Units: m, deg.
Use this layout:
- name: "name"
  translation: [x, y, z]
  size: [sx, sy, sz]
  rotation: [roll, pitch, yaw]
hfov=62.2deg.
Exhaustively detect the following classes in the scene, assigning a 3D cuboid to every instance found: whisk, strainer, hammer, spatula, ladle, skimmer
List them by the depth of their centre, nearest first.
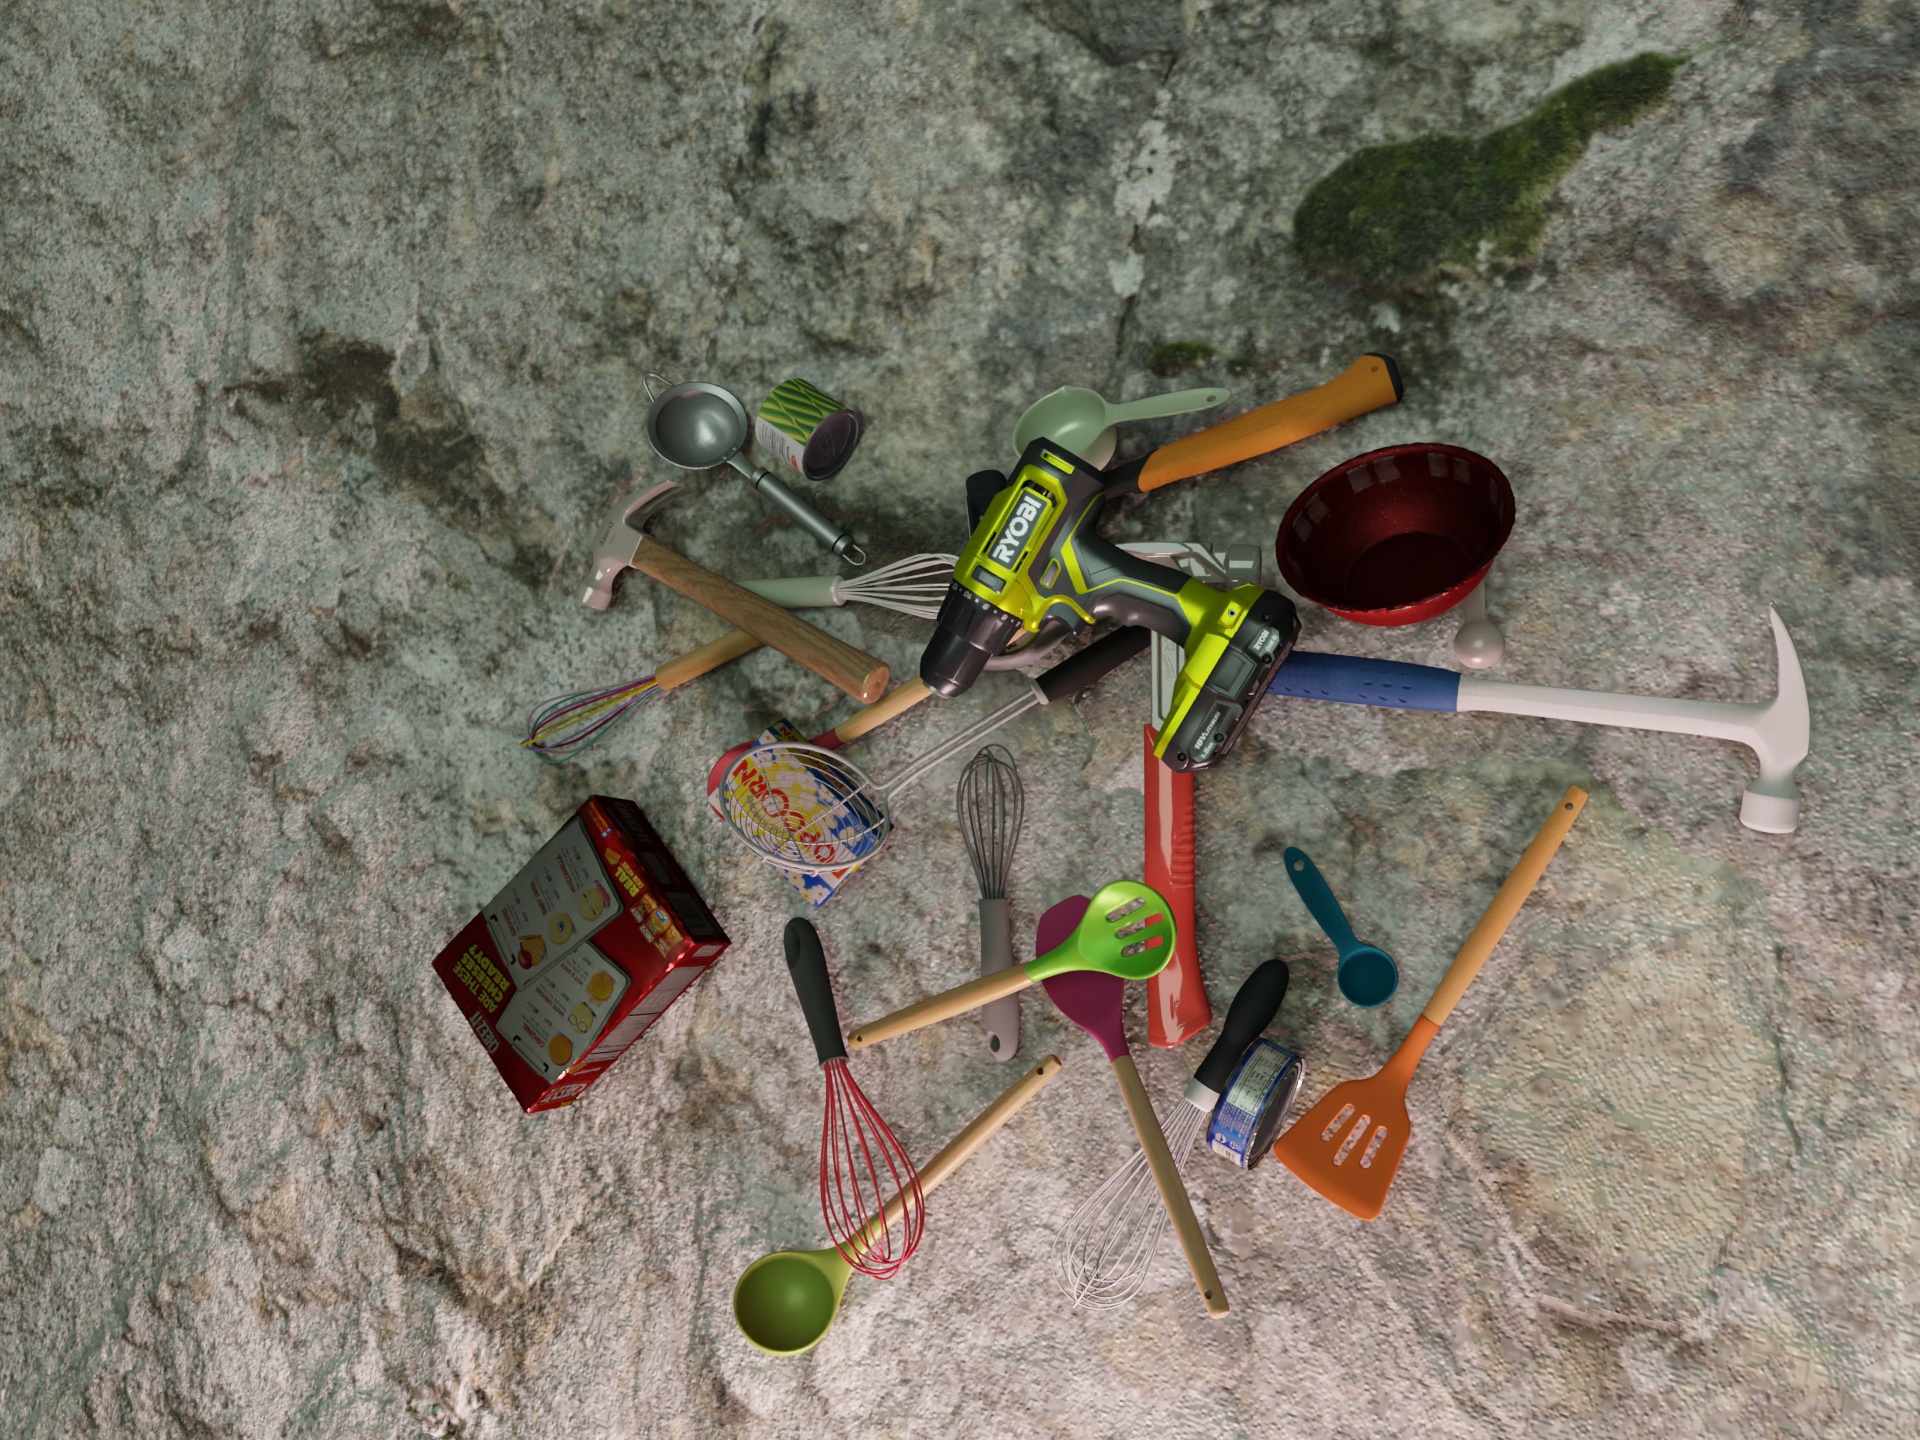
- name: "spatula"
  translation: [0.330, 0.182, 1.072]
  size: [0.081, 0.041, 0.322]
  rotation: [33, 95, 24]
- name: "hammer"
  translation: [0.352, -0.024, 1.083]
  size: [0.406, 0.035, 0.144]
  rotation: [8, 104, 26]
- name: "whisk"
  translation: [0.153, 0.292, 1.123]
  size: [0.070, 0.070, 0.284]
  rotation: [31, 90, 23]
- name: "hammer"
  translation: [0.140, 0.052, 1.138]
  size: [0.149, 0.036, 0.359]
  rotation: [0, 92, 14]
- name: "skimmer"
  translation: [-0.002, -0.004, 1.169]
  size: [0.363, 0.090, 0.127]
  rotation: [-31, 53, 1]
- name: "hammer"
  translation: [0.163, -0.189, 1.183]
  size: [0.337, 0.034, 0.127]
  rotation: [-19, 51, 16]
- name: "ladle"
  translation: [-0.046, 0.360, 1.198]
  size: [0.320, 0.062, 0.078]
  rotation: [-44, 63, 9]
- name: "whisk"
  translation: [-0.090, 0.277, 1.203]
  size: [0.073, 0.073, 0.296]
  rotation: [-31, 55, 16]
- name: "whisk"
  translation: [0.028, 0.137, 1.205]
  size: [0.055, 0.055, 0.239]
  rotation: [-5, 85, 22]
- name: "ladle"
  translation: [-0.076, -0.001, 1.253]
  size: [0.315, 0.031, 0.069]
  rotation: [-30, 86, 26]
- name: "whisk"
  translation: [-0.091, -0.107, 1.292]
  size: [0.246, 0.057, 0.059]
  rotation: [0, 47, 26]
- name: "hammer"
  translation: [-0.185, -0.099, 1.302]
  size: [0.331, 0.031, 0.130]
  rotation: [29, 98, 31]
- name: "strainer"
  translation: [-0.175, -0.206, 1.341]
  size: [0.258, 0.050, 0.087]
  rotation: [40, 70, 17]
- name: "whisk"
  translation: [-0.274, -0.024, 1.356]
  size: [0.245, 0.047, 0.051]
  rotation: [-24, 73, 15]

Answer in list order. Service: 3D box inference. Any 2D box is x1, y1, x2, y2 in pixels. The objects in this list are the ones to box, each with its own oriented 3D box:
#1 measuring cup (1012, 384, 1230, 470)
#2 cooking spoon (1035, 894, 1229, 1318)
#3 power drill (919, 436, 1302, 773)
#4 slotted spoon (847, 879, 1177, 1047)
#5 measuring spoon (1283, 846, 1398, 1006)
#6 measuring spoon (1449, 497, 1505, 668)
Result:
- name: "measuring cup"
  translation: [0.122, -0.215, 1.179]
  size: [0.167, 0.038, 0.083]
  rotation: [-7, 54, 23]
- name: "cooking spoon"
  translation: [0.122, 0.261, 1.116]
  size: [0.069, 0.017, 0.319]
  rotation: [-32, 53, 16]
- name: "power drill"
  translation: [0.096, -0.060, 1.089]
  size: [0.228, 0.080, 0.190]
  rotation: [32, 99, 13]
- name: "slotted spoon"
  translation: [0.032, 0.190, 1.164]
  size: [0.314, 0.031, 0.070]
  rotation: [-27, 80, 32]
- name: "measuring spoon"
  translation: [0.266, 0.144, 1.121]
  size: [0.042, 0.021, 0.129]
  rotation: [-36, 62, 15]
- name: "measuring spoon"
  translation: [0.357, -0.098, 1.112]
  size: [0.034, 0.018, 0.124]
  rotation: [-8, 79, 22]
